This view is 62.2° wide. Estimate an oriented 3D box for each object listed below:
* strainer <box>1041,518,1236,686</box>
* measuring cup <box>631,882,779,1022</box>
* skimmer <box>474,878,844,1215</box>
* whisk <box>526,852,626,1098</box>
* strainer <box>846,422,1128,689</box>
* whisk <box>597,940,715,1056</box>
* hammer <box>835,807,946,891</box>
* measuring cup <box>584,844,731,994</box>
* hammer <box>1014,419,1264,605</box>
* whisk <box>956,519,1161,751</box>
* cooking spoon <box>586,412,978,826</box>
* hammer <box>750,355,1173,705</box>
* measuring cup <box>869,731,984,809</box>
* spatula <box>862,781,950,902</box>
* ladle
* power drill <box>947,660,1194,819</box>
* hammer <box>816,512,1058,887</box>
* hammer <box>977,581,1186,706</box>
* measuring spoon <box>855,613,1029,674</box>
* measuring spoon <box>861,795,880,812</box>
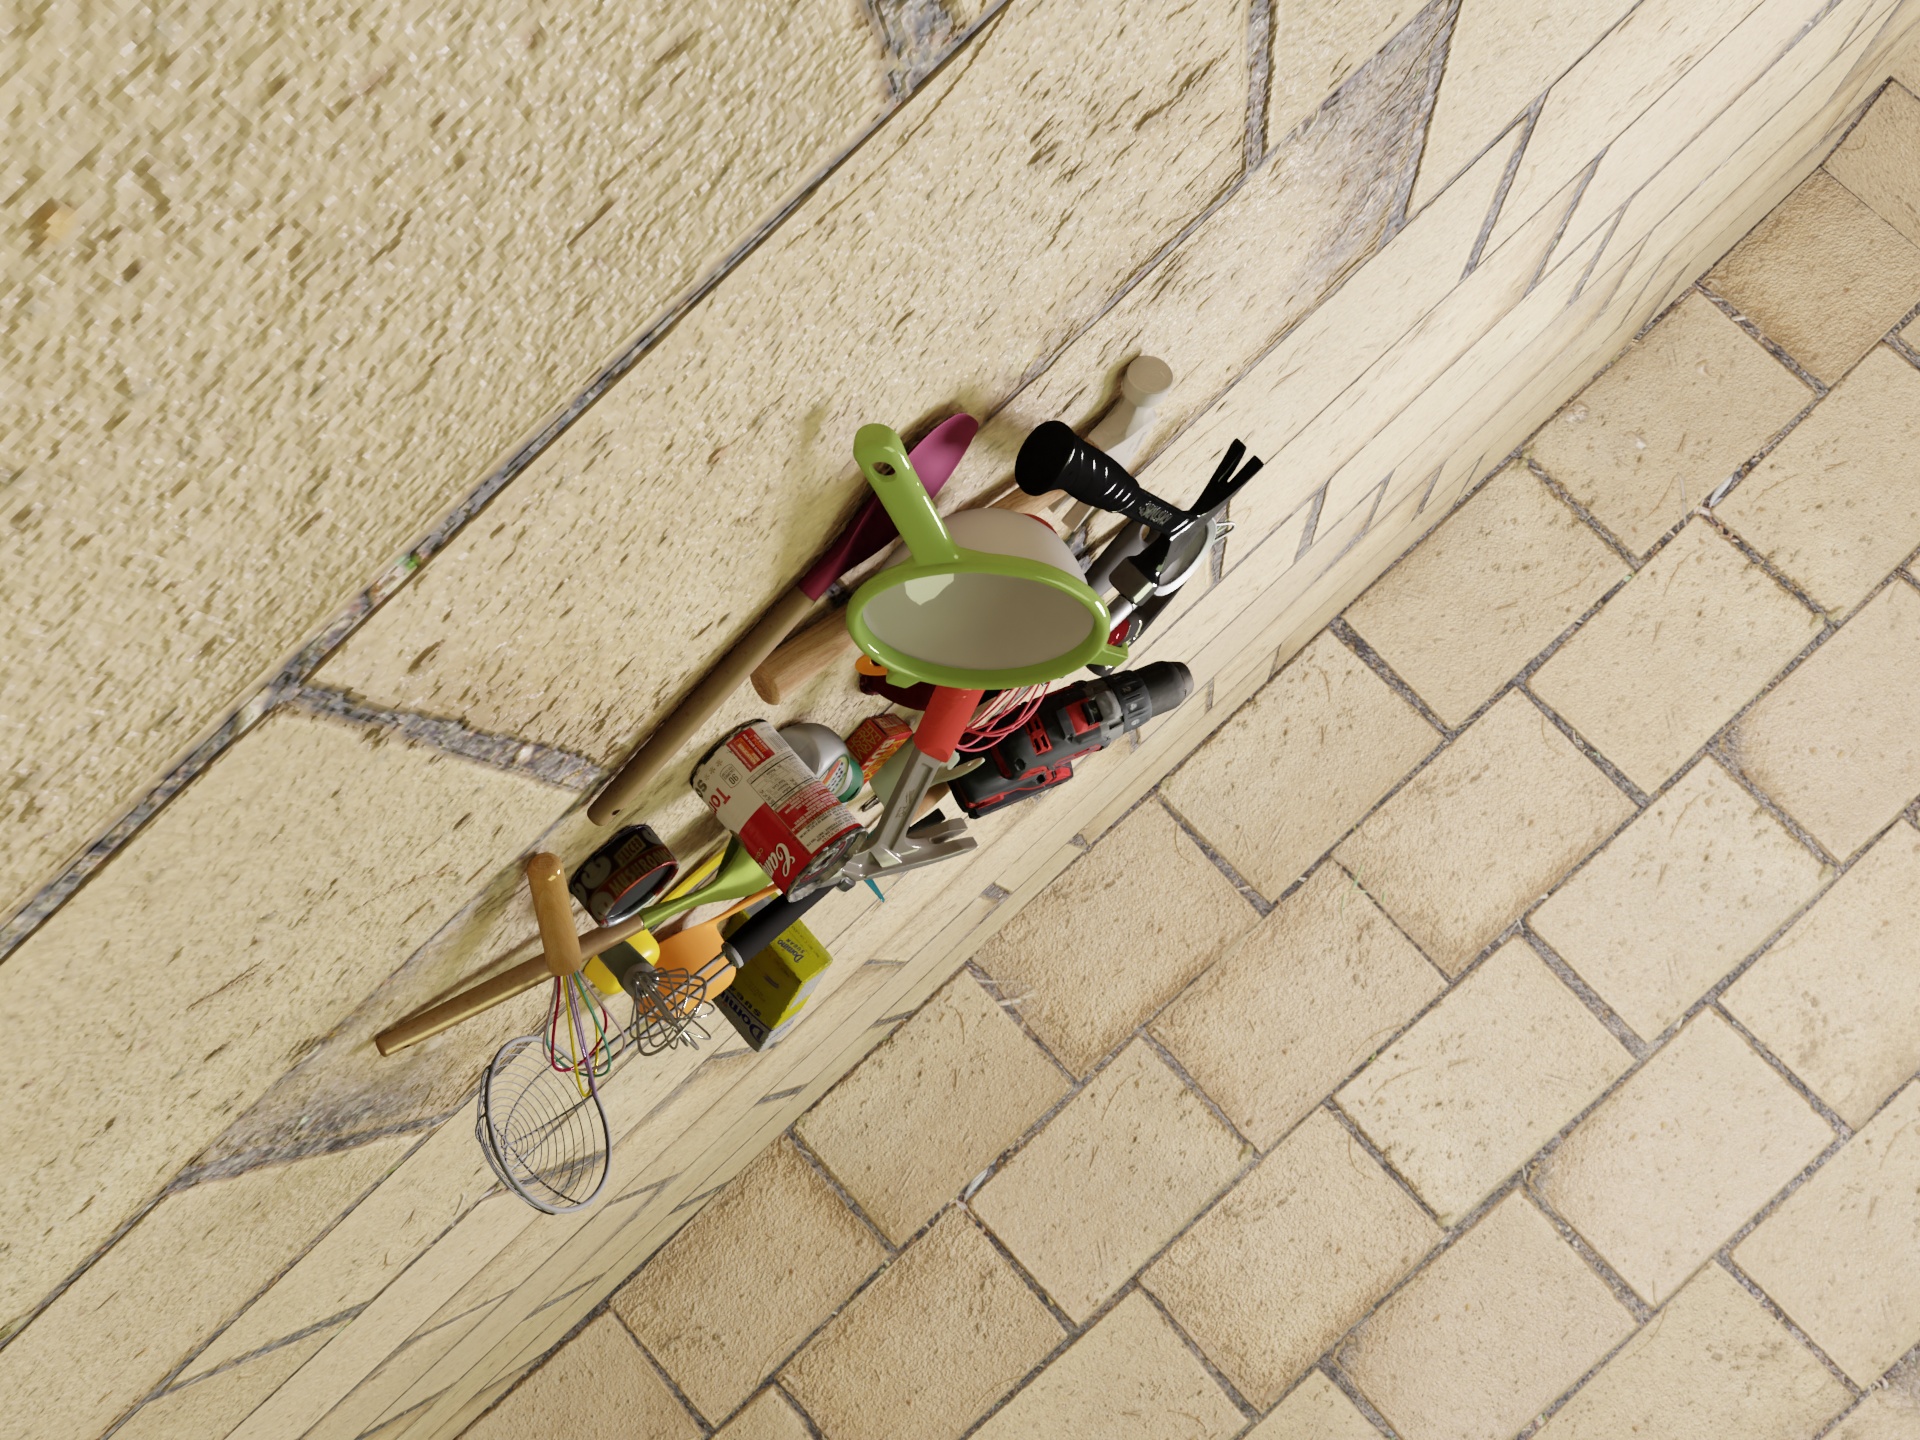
[{"bbox_3d":[0.150,-0.112,1.404,0.258,0.050,0.086,-44,155,-27],"label":"strainer"},{"bbox_3d":[-0.191,0.186,1.292,0.173,0.052,0.095,-32,168,5],"label":"measuring cup"},{"bbox_3d":[-0.202,0.212,1.181,0.363,0.127,0.090,-39,-165,-31],"label":"skimmer"},{"bbox_3d":[-0.250,0.163,1.012,0.047,0.051,0.244,-50,156,-38],"label":"whisk"},{"bbox_3d":[-0.005,-0.101,0.873,0.151,0.069,0.256,-5,153,17],"label":"strainer"},{"bbox_3d":[-0.213,0.177,1.066,0.059,0.057,0.246,-50,-161,-12],"label":"whisk"},{"bbox_3d":[-0.110,0.107,1.379,0.127,0.034,0.336,-37,168,9],"label":"hammer"},{"bbox_3d":[-0.219,0.151,1.204,0.156,0.029,0.062,-42,168,7],"label":"measuring cup"},{"bbox_3d":[0.116,-0.152,1.068,0.149,0.036,0.409,-47,166,13],"label":"hammer"},{"bbox_3d":[0.079,-0.079,1.282,0.296,0.073,0.073,-46,171,-28],"label":"whisk"},{"bbox_3d":[-0.104,-0.054,0.893,0.319,0.017,0.068,-46,166,11],"label":"cooking spoon"},{"bbox_3d":[0.002,-0.110,1.010,0.331,0.031,0.130,-37,167,-23],"label":"hammer"},{"bbox_3d":[-0.025,0.031,1.284,0.083,0.038,0.167,-38,-172,-23],"label":"measuring cup"},{"bbox_3d":[-0.050,0.085,1.371,0.044,0.082,0.317,-43,177,23],"label":"spatula"},{"bbox_3d":[-0.246,0.136,1.071,0.320,0.062,0.078,-25,165,-36],"label":"ladle"},{"bbox_3d":[0.088,0.010,1.396,0.188,0.080,0.226,-21,175,-19],"label":"power drill"},{"bbox_3d":[-0.002,-0.004,1.099,0.149,0.037,0.358,-12,147,-32],"label":"hammer"},{"bbox_3d":[0.088,-0.066,1.428,0.143,0.038,0.386,-51,166,29],"label":"hammer"},{"bbox_3d":[-0.012,-0.048,0.996,0.117,0.021,0.011,-13,-148,17],"label":"measuring spoon"},{"bbox_3d":[-0.044,0.058,1.481,0.124,0.018,0.034,-34,165,-34],"label":"measuring spoon"}]
